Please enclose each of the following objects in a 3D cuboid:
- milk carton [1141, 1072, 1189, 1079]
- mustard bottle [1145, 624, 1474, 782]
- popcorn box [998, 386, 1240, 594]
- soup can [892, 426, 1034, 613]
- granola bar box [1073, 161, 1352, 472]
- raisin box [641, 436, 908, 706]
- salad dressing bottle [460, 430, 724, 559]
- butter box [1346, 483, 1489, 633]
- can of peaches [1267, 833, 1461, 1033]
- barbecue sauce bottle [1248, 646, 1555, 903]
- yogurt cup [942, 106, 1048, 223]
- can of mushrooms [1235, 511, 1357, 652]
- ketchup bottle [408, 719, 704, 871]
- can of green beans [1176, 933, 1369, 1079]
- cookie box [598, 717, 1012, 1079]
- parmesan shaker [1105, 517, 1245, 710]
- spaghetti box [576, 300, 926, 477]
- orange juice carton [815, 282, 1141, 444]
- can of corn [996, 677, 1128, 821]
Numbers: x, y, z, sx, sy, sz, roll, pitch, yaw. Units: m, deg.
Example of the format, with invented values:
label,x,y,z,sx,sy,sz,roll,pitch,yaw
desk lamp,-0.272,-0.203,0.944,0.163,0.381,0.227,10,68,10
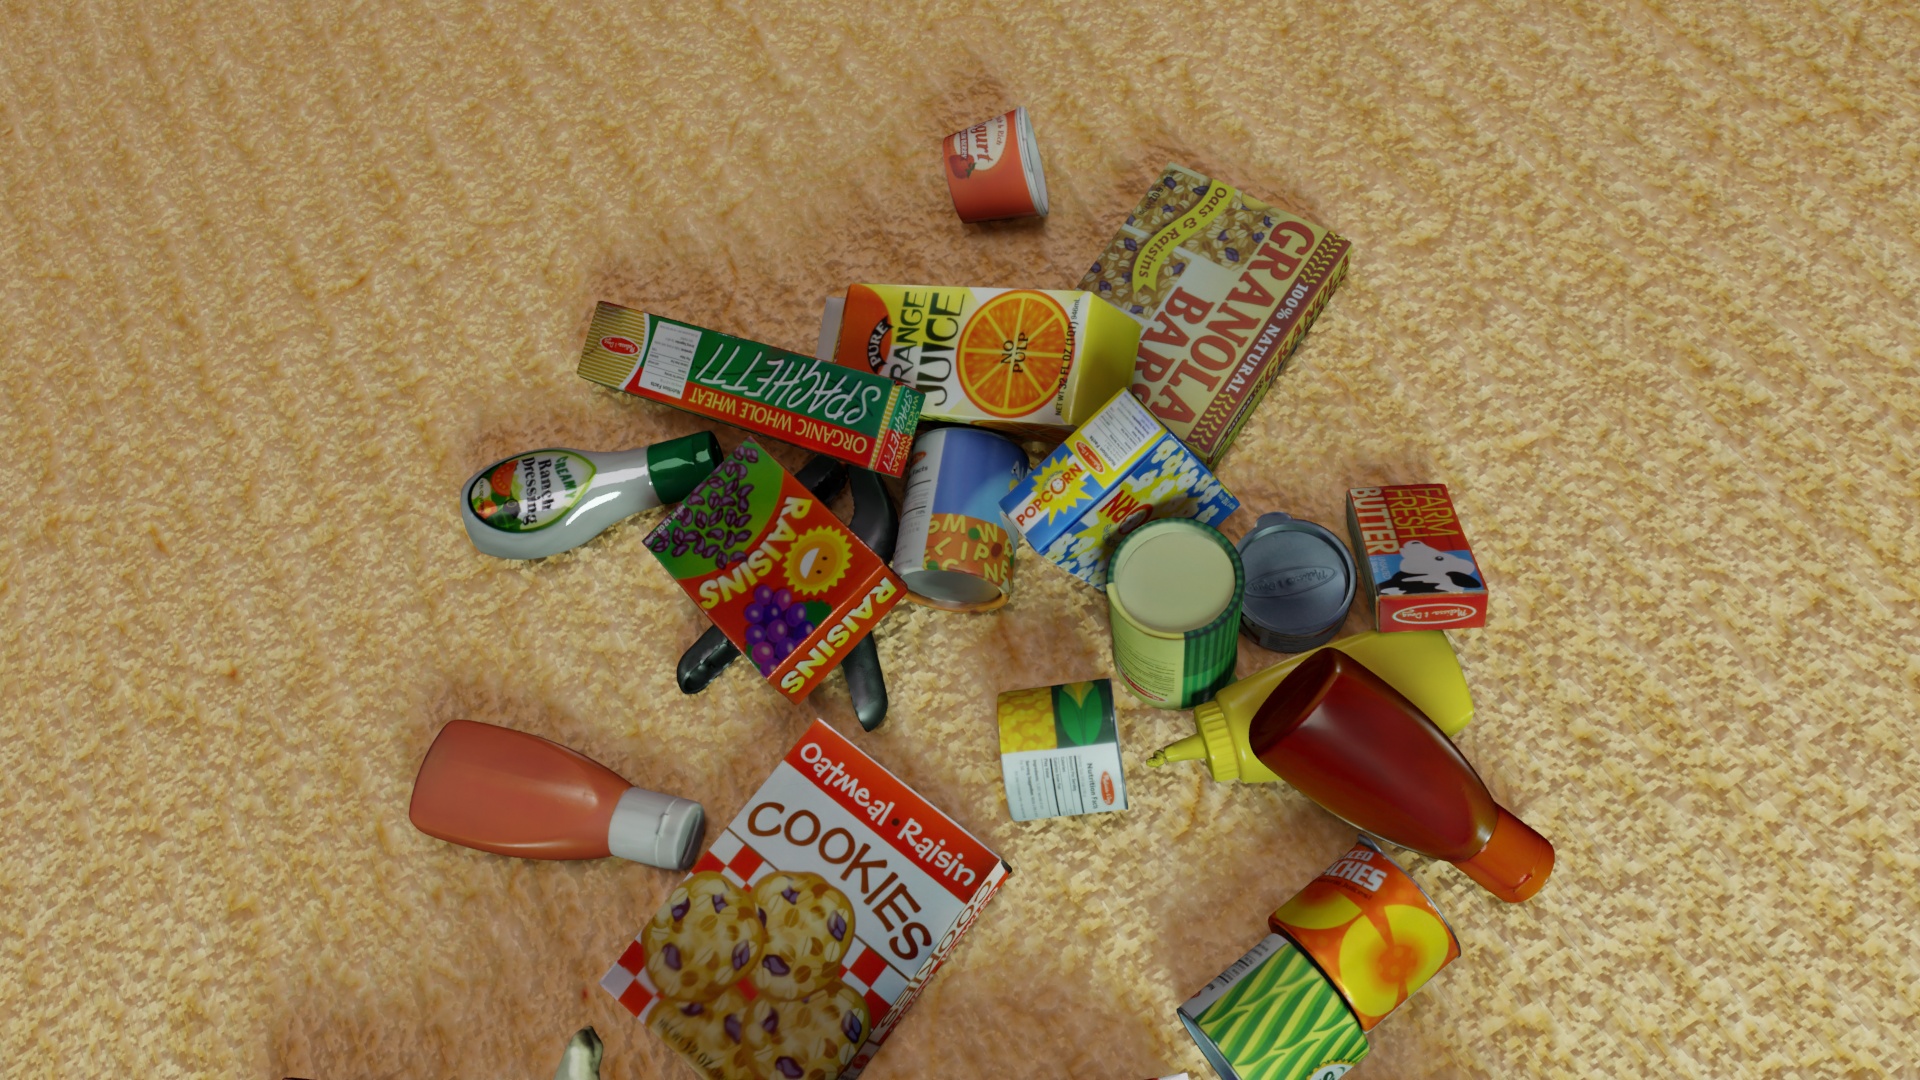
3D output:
label,x,y,z,sx,sy,sz,roll,pitch,yaw
milk carton,0.017,0.290,0.608,0.191,0.073,0.072,-14,64,1
mustard bottle,0.170,0.089,0.696,0.160,0.048,0.065,-15,69,1
popcorn box,0.084,-0.019,0.706,0.085,0.126,0.038,-44,61,10
soup can,0.003,-0.010,0.759,0.071,0.071,0.084,4,66,10
granola bar box,0.133,-0.131,0.812,0.124,0.039,0.166,30,72,20
raisin box,-0.099,0.014,0.734,0.086,0.040,0.124,-45,57,-6
salad dressing bottle,-0.212,-0.030,0.810,0.148,0.043,0.064,-14,63,1
butter box,0.232,0.007,0.714,0.053,0.024,0.104,-3,33,8
can of peaches,0.183,0.181,0.640,0.058,0.071,0.071,-37,65,-8
barbecue sauce bottle,0.210,0.115,0.648,0.148,0.044,0.064,36,110,-9
yogurt cup,0.022,-0.229,0.862,0.054,0.072,0.072,-11,64,12
can of mushrooms,0.174,0.022,0.736,0.071,0.033,0.071,-3,65,7
ketchup bottle,-0.210,0.139,0.729,0.149,0.043,0.065,11,68,13
can of green beans,0.141,0.222,0.627,0.058,0.071,0.071,-35,65,-9
cookie box,-0.074,0.191,0.688,0.123,0.040,0.168,34,74,21
parmesan shaker,0.111,0.040,0.698,0.071,0.102,0.071,-3,65,7
spaghetti box,-0.125,-0.089,0.785,0.250,0.029,0.050,19,92,35
orange juice carton,-0.004,-0.099,0.772,0.193,0.073,0.072,8,87,30
can of corn,0.051,0.104,0.698,0.058,0.071,0.071,-8,64,5
